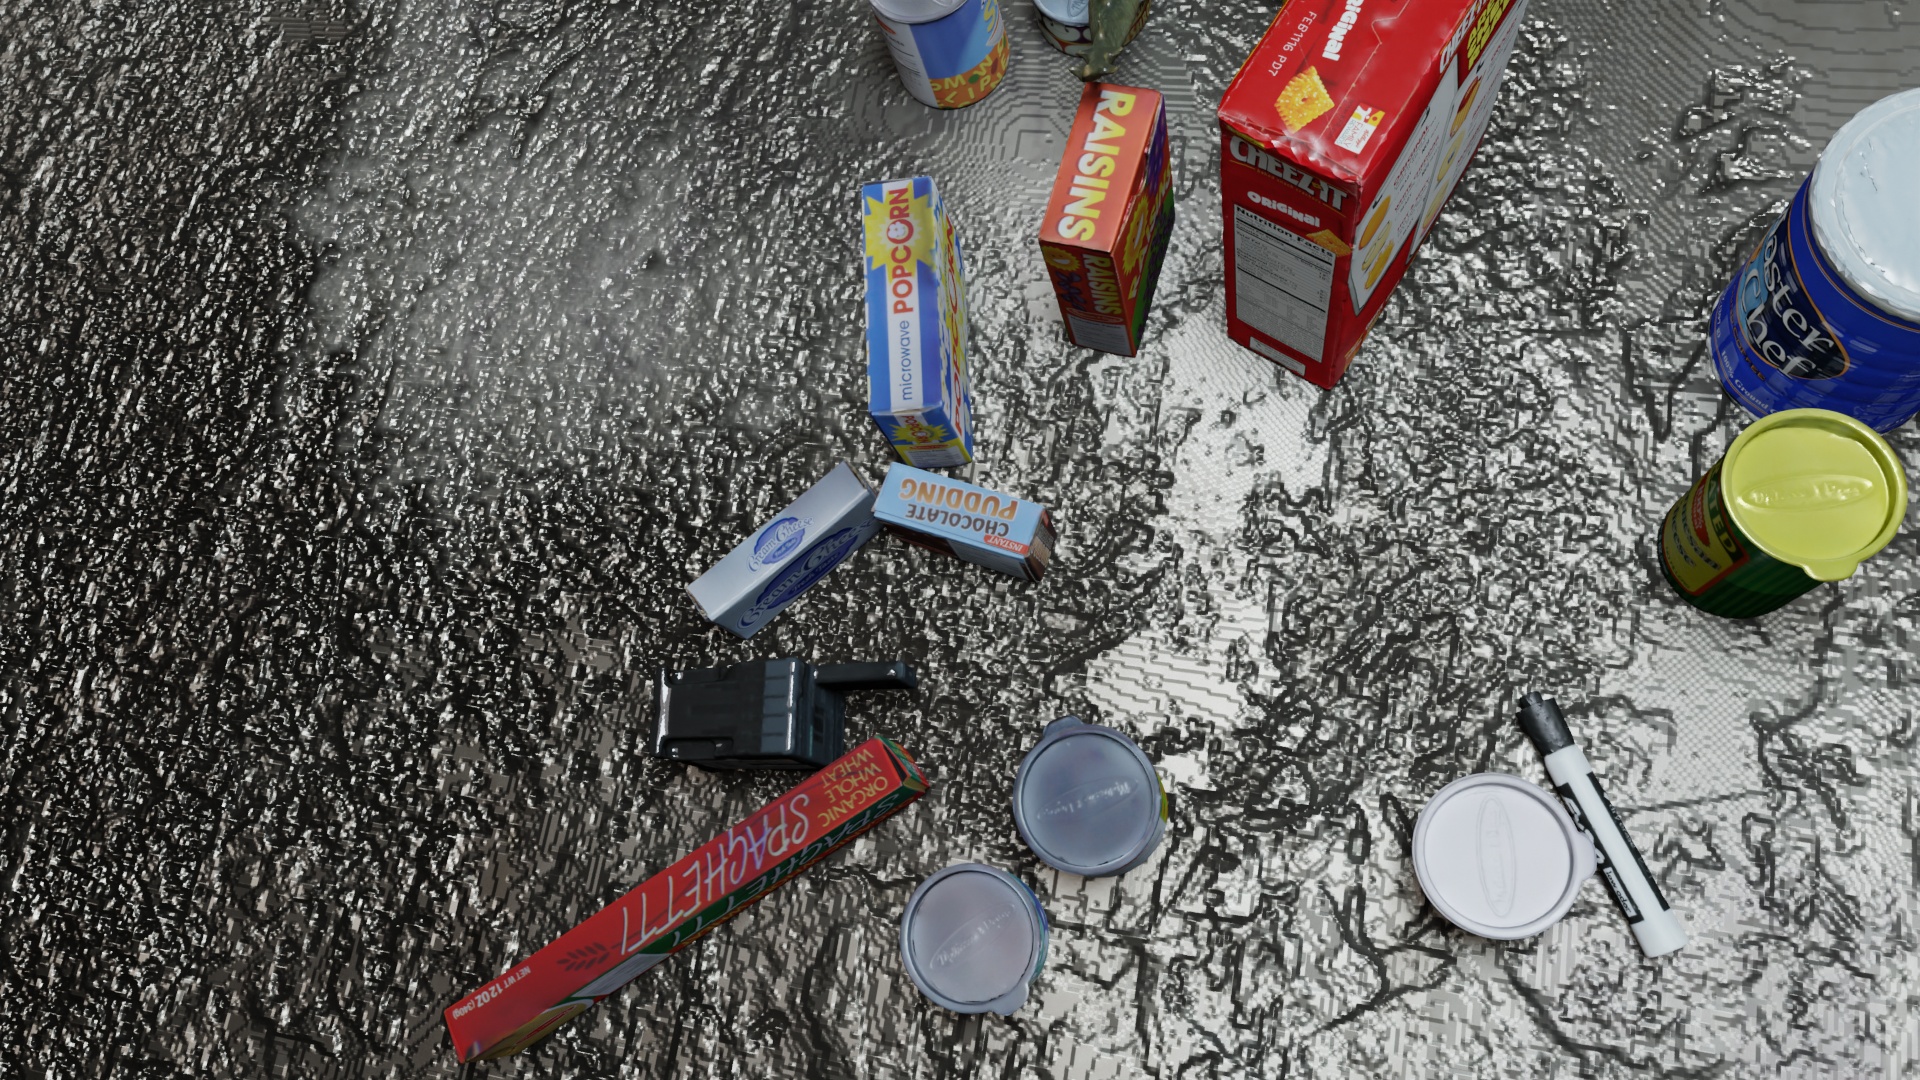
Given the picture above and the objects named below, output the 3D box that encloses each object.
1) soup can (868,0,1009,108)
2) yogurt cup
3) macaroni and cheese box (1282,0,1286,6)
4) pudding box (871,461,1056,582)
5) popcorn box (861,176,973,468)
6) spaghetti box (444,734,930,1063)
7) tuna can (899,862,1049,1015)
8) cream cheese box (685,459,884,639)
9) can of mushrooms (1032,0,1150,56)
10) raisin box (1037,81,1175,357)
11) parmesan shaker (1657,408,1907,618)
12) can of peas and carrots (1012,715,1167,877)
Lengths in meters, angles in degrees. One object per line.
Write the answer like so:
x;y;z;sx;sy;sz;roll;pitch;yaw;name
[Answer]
-0.009;-0.288;0.760;0.071;0.083;0.071;-3;74;11;soup can
0.229;0.137;0.602;0.072;0.054;0.072;-3;74;11;yogurt cup
0.221;-0.325;0.678;0.124;0.166;0.040;2;75;12;macaroni and cheese box
0.002;-0.009;0.695;0.084;0.049;0.030;17;79;16;pudding box
-0.021;-0.109;0.710;0.038;0.085;0.127;-6;73;10;popcorn box
-0.129;0.173;0.670;0.250;0.050;0.029;-33;71;1;spaghetti box
0.009;0.186;0.646;0.071;0.032;0.071;-3;74;11;tuna can
-0.085;0.006;0.707;0.104;0.053;0.024;-39;71;-1;cream cheese box
0.075;-0.306;0.774;0.071;0.033;0.071;-3;74;11;can of mushrooms
0.075;-0.154;0.682;0.040;0.123;0.086;15;78;16;raisin box
0.346;-0.005;0.593;0.071;0.103;0.071;-3;74;11;parmesan shaker
0.060;0.119;0.641;0.071;0.058;0.071;-3;74;11;can of peas and carrots
